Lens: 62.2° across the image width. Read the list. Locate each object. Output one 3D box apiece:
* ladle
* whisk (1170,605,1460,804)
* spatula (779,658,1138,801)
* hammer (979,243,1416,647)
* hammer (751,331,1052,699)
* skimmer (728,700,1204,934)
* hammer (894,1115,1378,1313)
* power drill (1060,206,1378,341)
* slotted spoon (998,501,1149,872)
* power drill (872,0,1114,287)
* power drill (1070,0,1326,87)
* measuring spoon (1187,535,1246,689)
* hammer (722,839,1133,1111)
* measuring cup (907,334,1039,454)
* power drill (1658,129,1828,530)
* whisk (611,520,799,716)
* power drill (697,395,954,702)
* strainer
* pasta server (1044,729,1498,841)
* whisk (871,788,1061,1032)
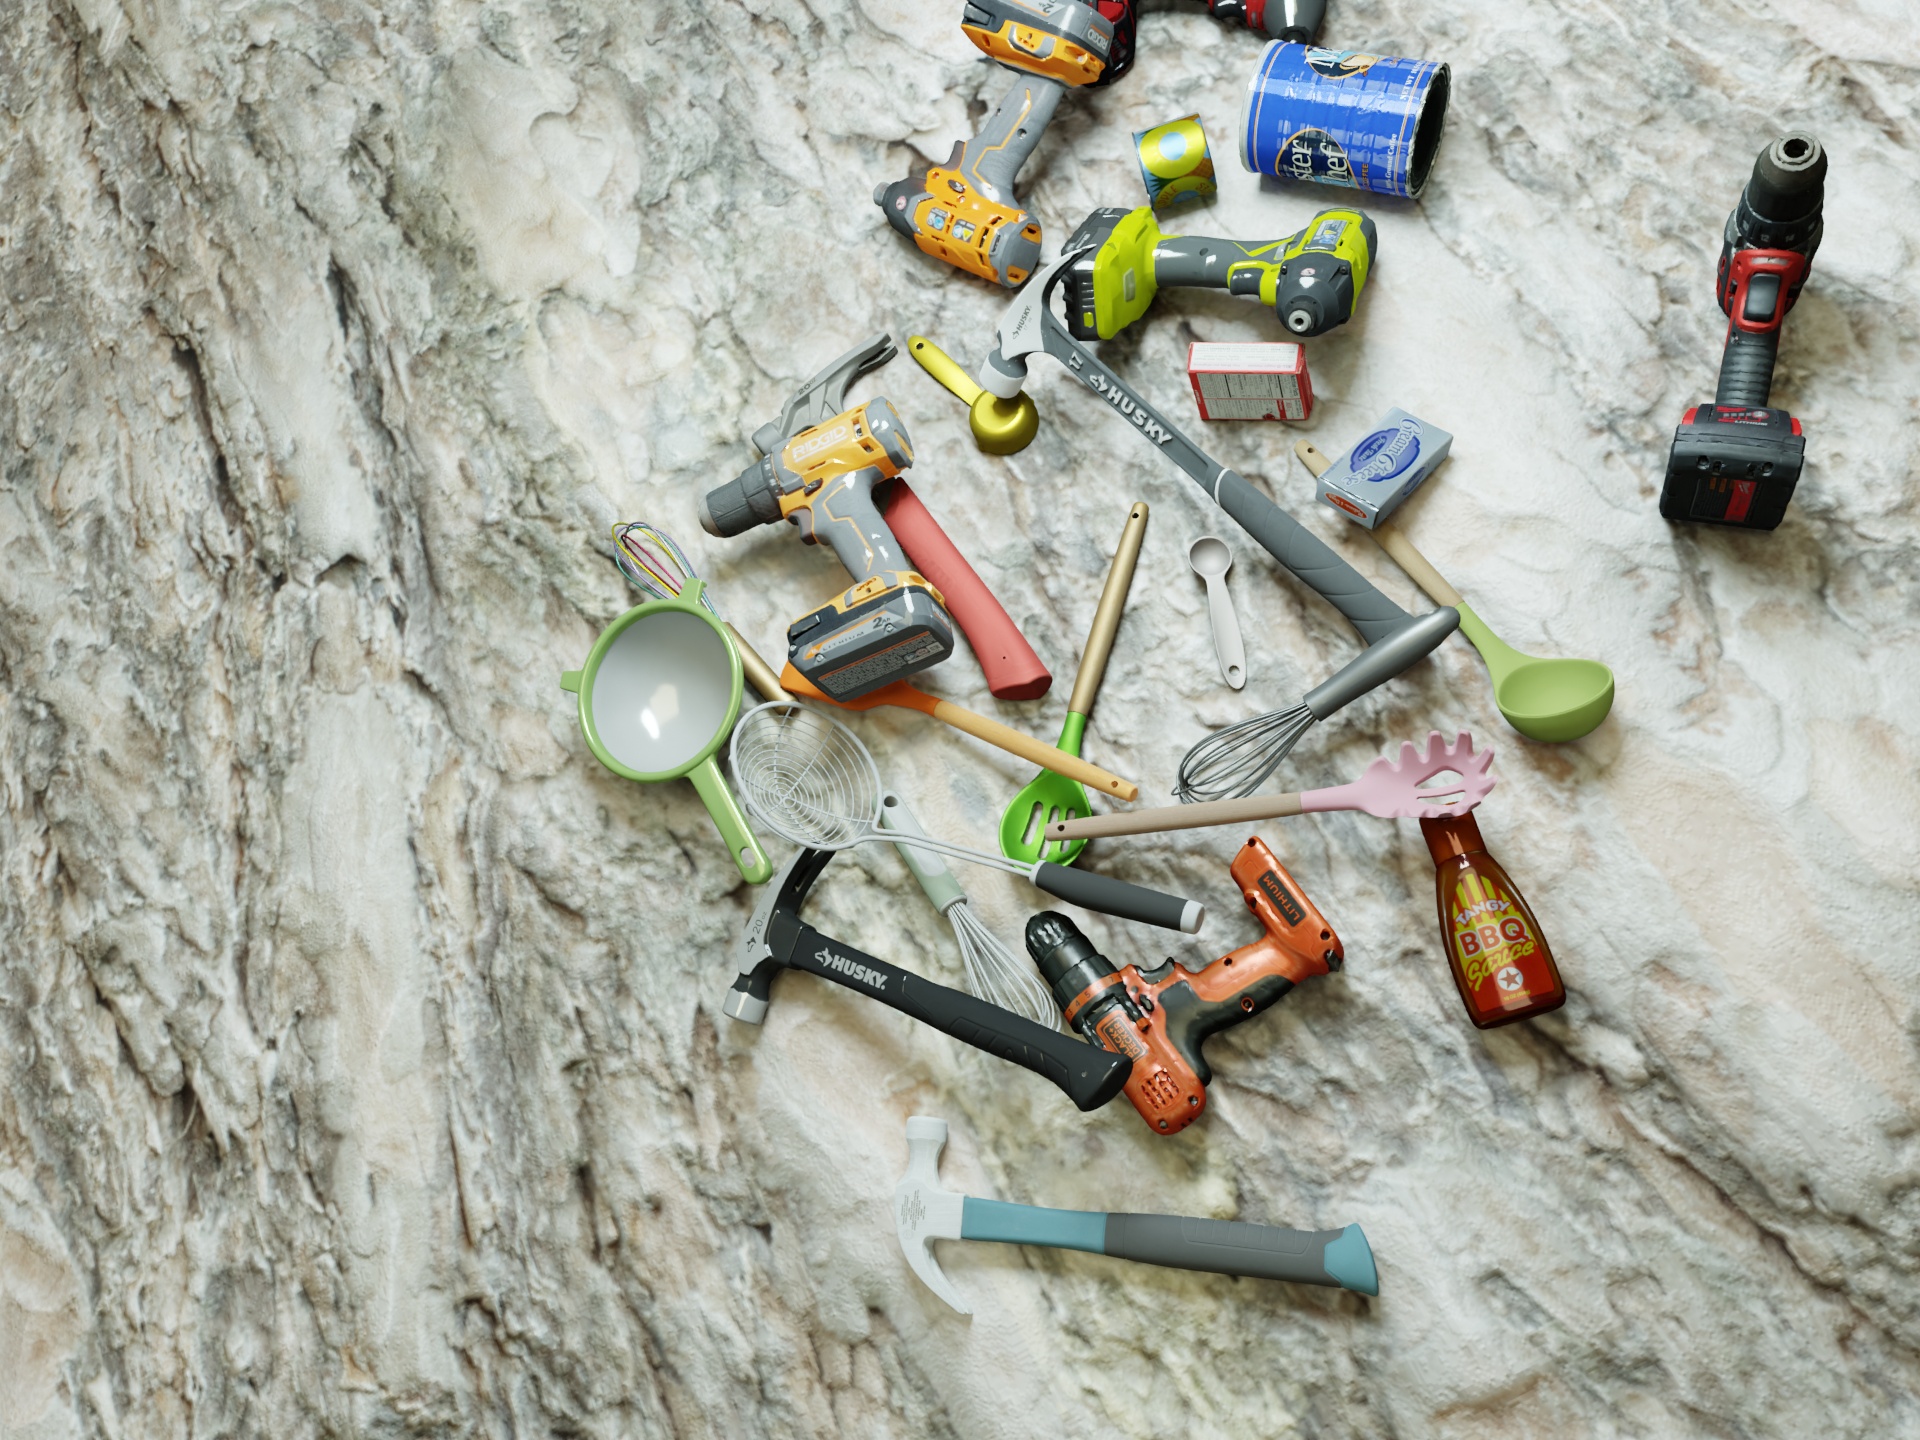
[{"bbox_3d":[0.345,-0.106,1.152,0.078,0.062,0.320,-28,61,-13],"label":"ladle"},{"bbox_3d":[0.251,-0.009,1.133,0.239,0.055,0.055,-35,64,14],"label":"whisk"},{"bbox_3d":[-0.002,-0.004,1.217,0.323,0.041,0.081,24,78,34],"label":"spatula"},{"bbox_3d":[0.186,-0.191,1.190,0.409,0.149,0.036,44,48,14],"label":"hammer"},{"bbox_3d":[-0.028,-0.160,1.300,0.149,0.036,0.359,-37,64,2],"label":"hammer"},{"bbox_3d":[0.001,0.071,1.138,0.363,0.090,0.127,14,34,25],"label":"skimmer"},{"bbox_3d":[0.113,0.347,1.076,0.331,0.033,0.128,1,71,18],"label":"hammer"},{"bbox_3d":[0.198,-0.345,1.238,0.223,0.080,0.171,7,38,22],"label":"power drill"},{"bbox_3d":[0.099,-0.027,1.218,0.070,0.031,0.314,12,73,21],"label":"slotted spoon"},{"bbox_3d":[0.020,-0.502,1.350,0.164,0.084,0.226,29,108,24],"label":"power drill"},{"bbox_3d":[0.204,-0.622,1.370,0.219,0.078,0.143,-3,71,14],"label":"power drill"},{"bbox_3d":[0.198,-0.081,1.214,0.034,0.018,0.124,-8,75,-3],"label":"measuring spoon"},{"bbox_3d":[-0.025,0.193,1.130,0.335,0.035,0.146,16,83,35],"label":"hammer"},{"bbox_3d":[0.003,-0.283,1.336,0.062,0.029,0.157,-44,66,-1],"label":"measuring cup"},{"bbox_3d":[0.538,-0.262,1.075,0.080,0.187,0.227,11,79,22],"label":"power drill"},{"bbox_3d":[-0.218,-0.088,1.332,0.051,0.047,0.245,-43,68,-2],"label":"whisk"},{"bbox_3d":[-0.110,-0.130,1.257,0.185,0.084,0.226,-22,63,13],"label":"power drill"},{"bbox_3d":[-0.205,0.023,1.276,0.151,0.069,0.256,-35,70,11],"label":"strainer"},{"bbox_3d":[0.209,0.058,1.108,0.316,0.040,0.060,-8,62,18],"label":"pasta server"},{"bbox_3d":[-0.001,0.143,1.179,0.058,0.059,0.247,-20,57,-25],"label":"whisk"}]
